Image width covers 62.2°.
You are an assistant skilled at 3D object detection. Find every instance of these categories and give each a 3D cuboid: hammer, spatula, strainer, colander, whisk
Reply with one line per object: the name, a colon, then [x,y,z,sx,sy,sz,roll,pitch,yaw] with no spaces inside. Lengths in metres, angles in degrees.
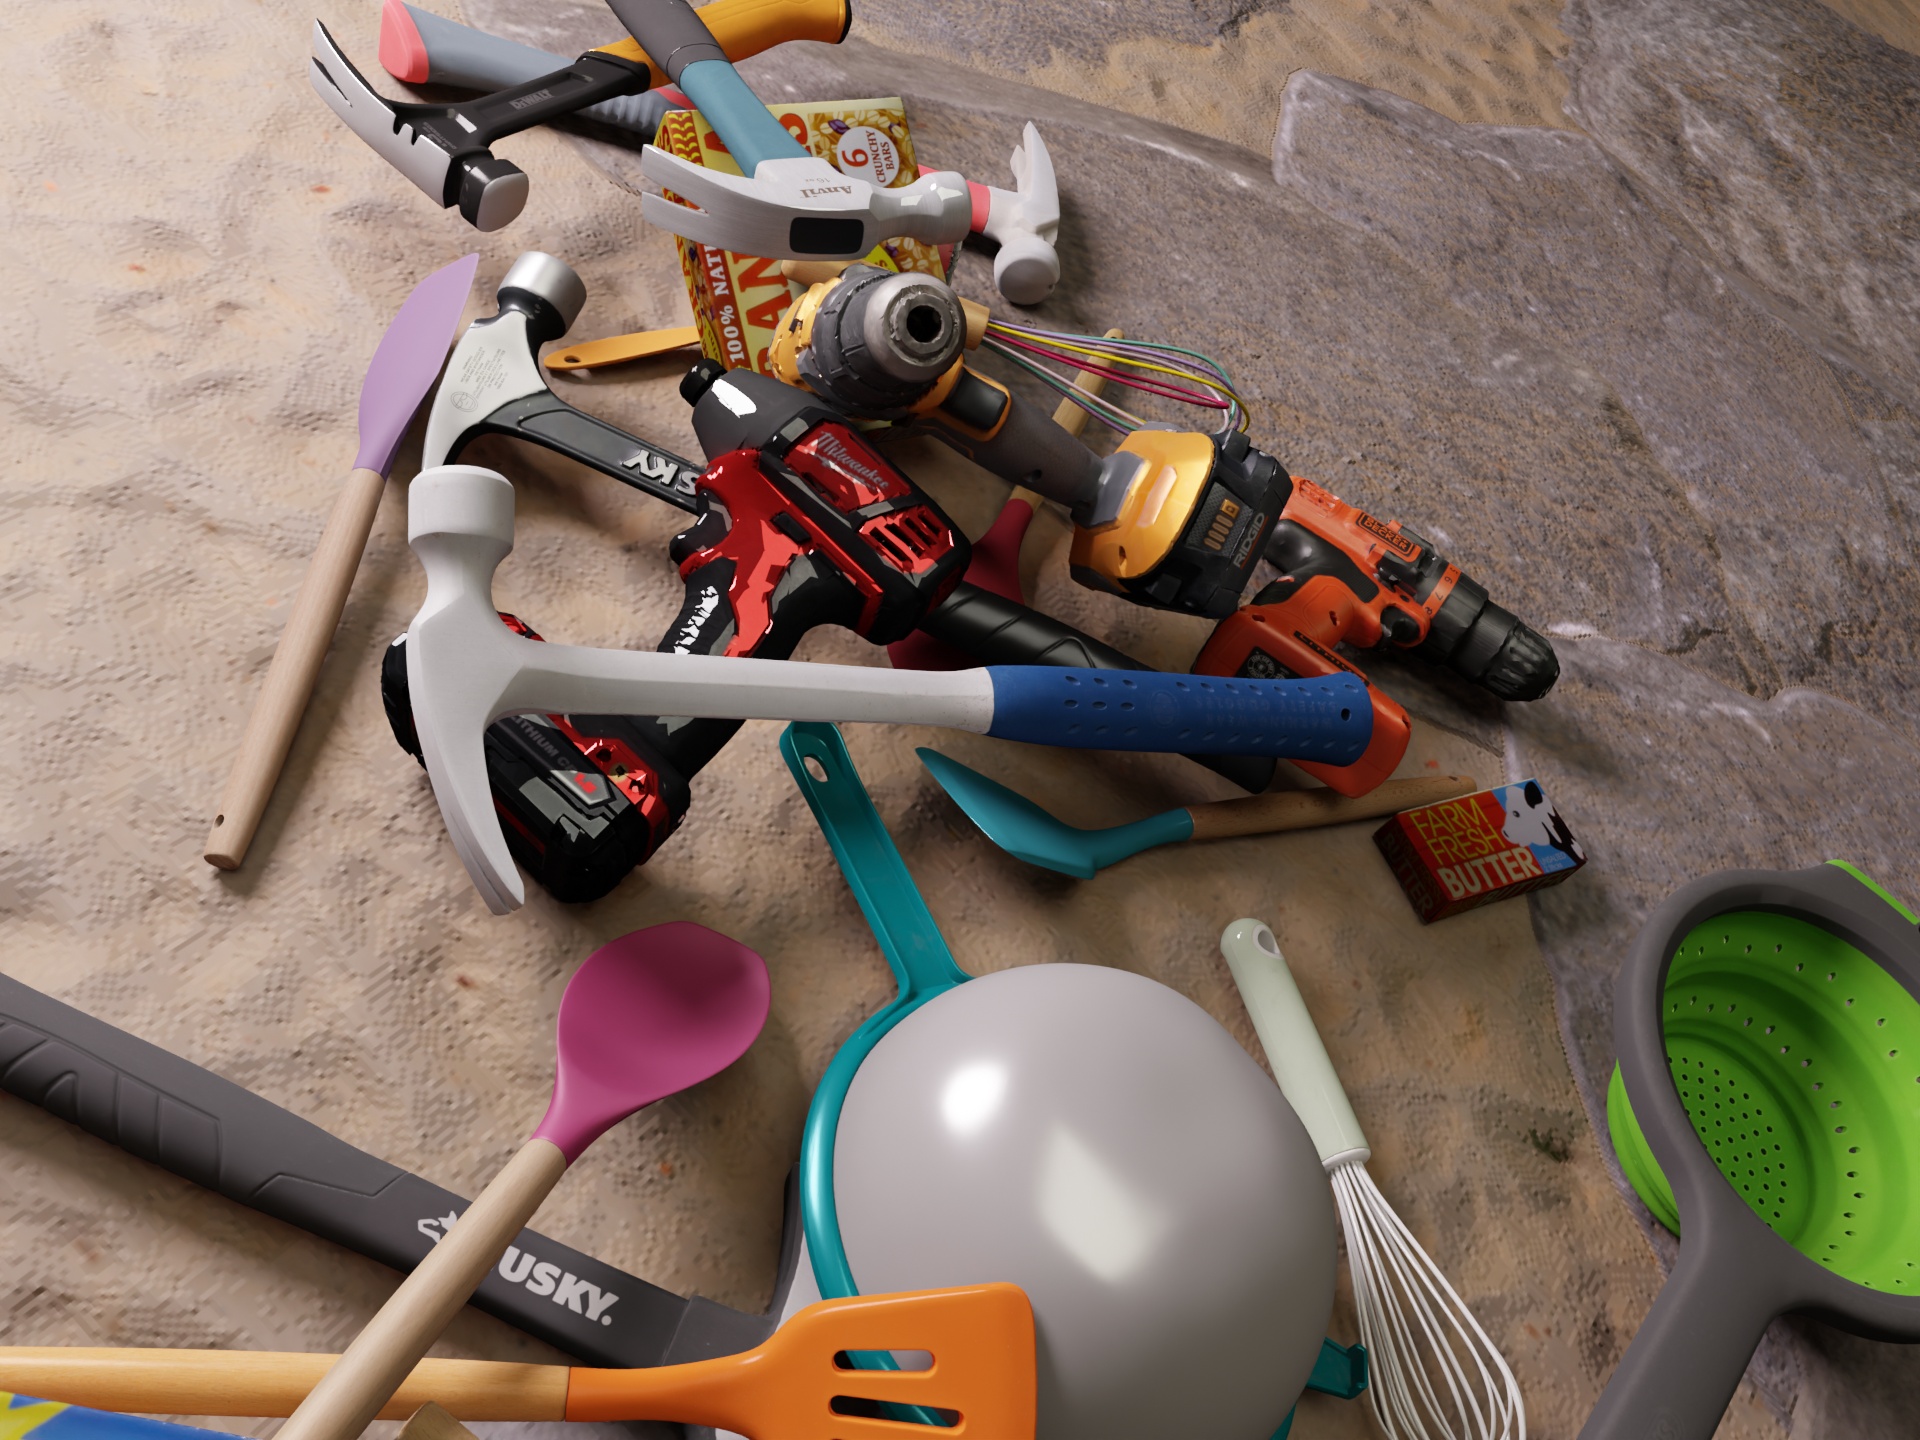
hammer: [-0.001,-0.002,0.608,0.405,0.035,0.144,3,78,-30]
spatula: [0.128,0.037,0.741,0.317,0.044,0.082,-5,31,-30]
hammer: [-0.043,-0.064,0.711,0.409,0.036,0.149,25,66,-4]
hammer: [-0.127,-0.343,0.908,0.386,0.038,0.143,12,51,-17]
strainer: [0.028,0.112,0.582,0.211,0.095,0.341,-5,55,-43]
hammer: [-0.174,-0.353,0.845,0.127,0.034,0.337,40,47,8]
hammer: [-0.199,0.148,0.516,0.334,0.035,0.146,27,50,-4]
hammer: [-0.122,-0.308,0.750,0.128,0.033,0.331,-14,49,-24]
spatula: [-0.138,0.195,0.458,0.322,0.041,0.081,7,79,-12]
spatula: [-0.254,-0.080,0.658,0.018,0.060,0.316,44,40,-43]
colander: [0.308,0.217,0.662,0.204,0.094,0.397,45,55,11]
whisk: [0.032,-0.186,0.776,0.245,0.051,0.047,18,7,-14]
whisk: [0.158,0.187,0.645,0.057,0.059,0.247,15,43,-39]

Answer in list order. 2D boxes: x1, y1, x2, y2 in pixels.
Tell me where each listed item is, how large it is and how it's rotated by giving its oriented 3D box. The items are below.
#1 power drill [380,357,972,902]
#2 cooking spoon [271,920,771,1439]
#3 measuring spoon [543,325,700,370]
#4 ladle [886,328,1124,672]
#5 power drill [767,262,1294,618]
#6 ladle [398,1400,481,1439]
power drill: [-0.112,-0.047,0.631,0.143,0.078,0.220,44,64,2]
cooking spoon: [-0.138,0.148,0.478,0.069,0.017,0.319,24,29,7]
measuring spoon: [-0.154,-0.186,0.800,0.117,0.011,0.021,-20,48,-31]
ladle: [0.040,-0.123,0.832,0.069,0.031,0.316,30,47,-4]
power drill: [0.031,-0.125,0.693,0.226,0.185,0.084,26,90,-17]
ladle: [-0.033,0.300,0.432,0.320,0.062,0.078,45,60,-2]
